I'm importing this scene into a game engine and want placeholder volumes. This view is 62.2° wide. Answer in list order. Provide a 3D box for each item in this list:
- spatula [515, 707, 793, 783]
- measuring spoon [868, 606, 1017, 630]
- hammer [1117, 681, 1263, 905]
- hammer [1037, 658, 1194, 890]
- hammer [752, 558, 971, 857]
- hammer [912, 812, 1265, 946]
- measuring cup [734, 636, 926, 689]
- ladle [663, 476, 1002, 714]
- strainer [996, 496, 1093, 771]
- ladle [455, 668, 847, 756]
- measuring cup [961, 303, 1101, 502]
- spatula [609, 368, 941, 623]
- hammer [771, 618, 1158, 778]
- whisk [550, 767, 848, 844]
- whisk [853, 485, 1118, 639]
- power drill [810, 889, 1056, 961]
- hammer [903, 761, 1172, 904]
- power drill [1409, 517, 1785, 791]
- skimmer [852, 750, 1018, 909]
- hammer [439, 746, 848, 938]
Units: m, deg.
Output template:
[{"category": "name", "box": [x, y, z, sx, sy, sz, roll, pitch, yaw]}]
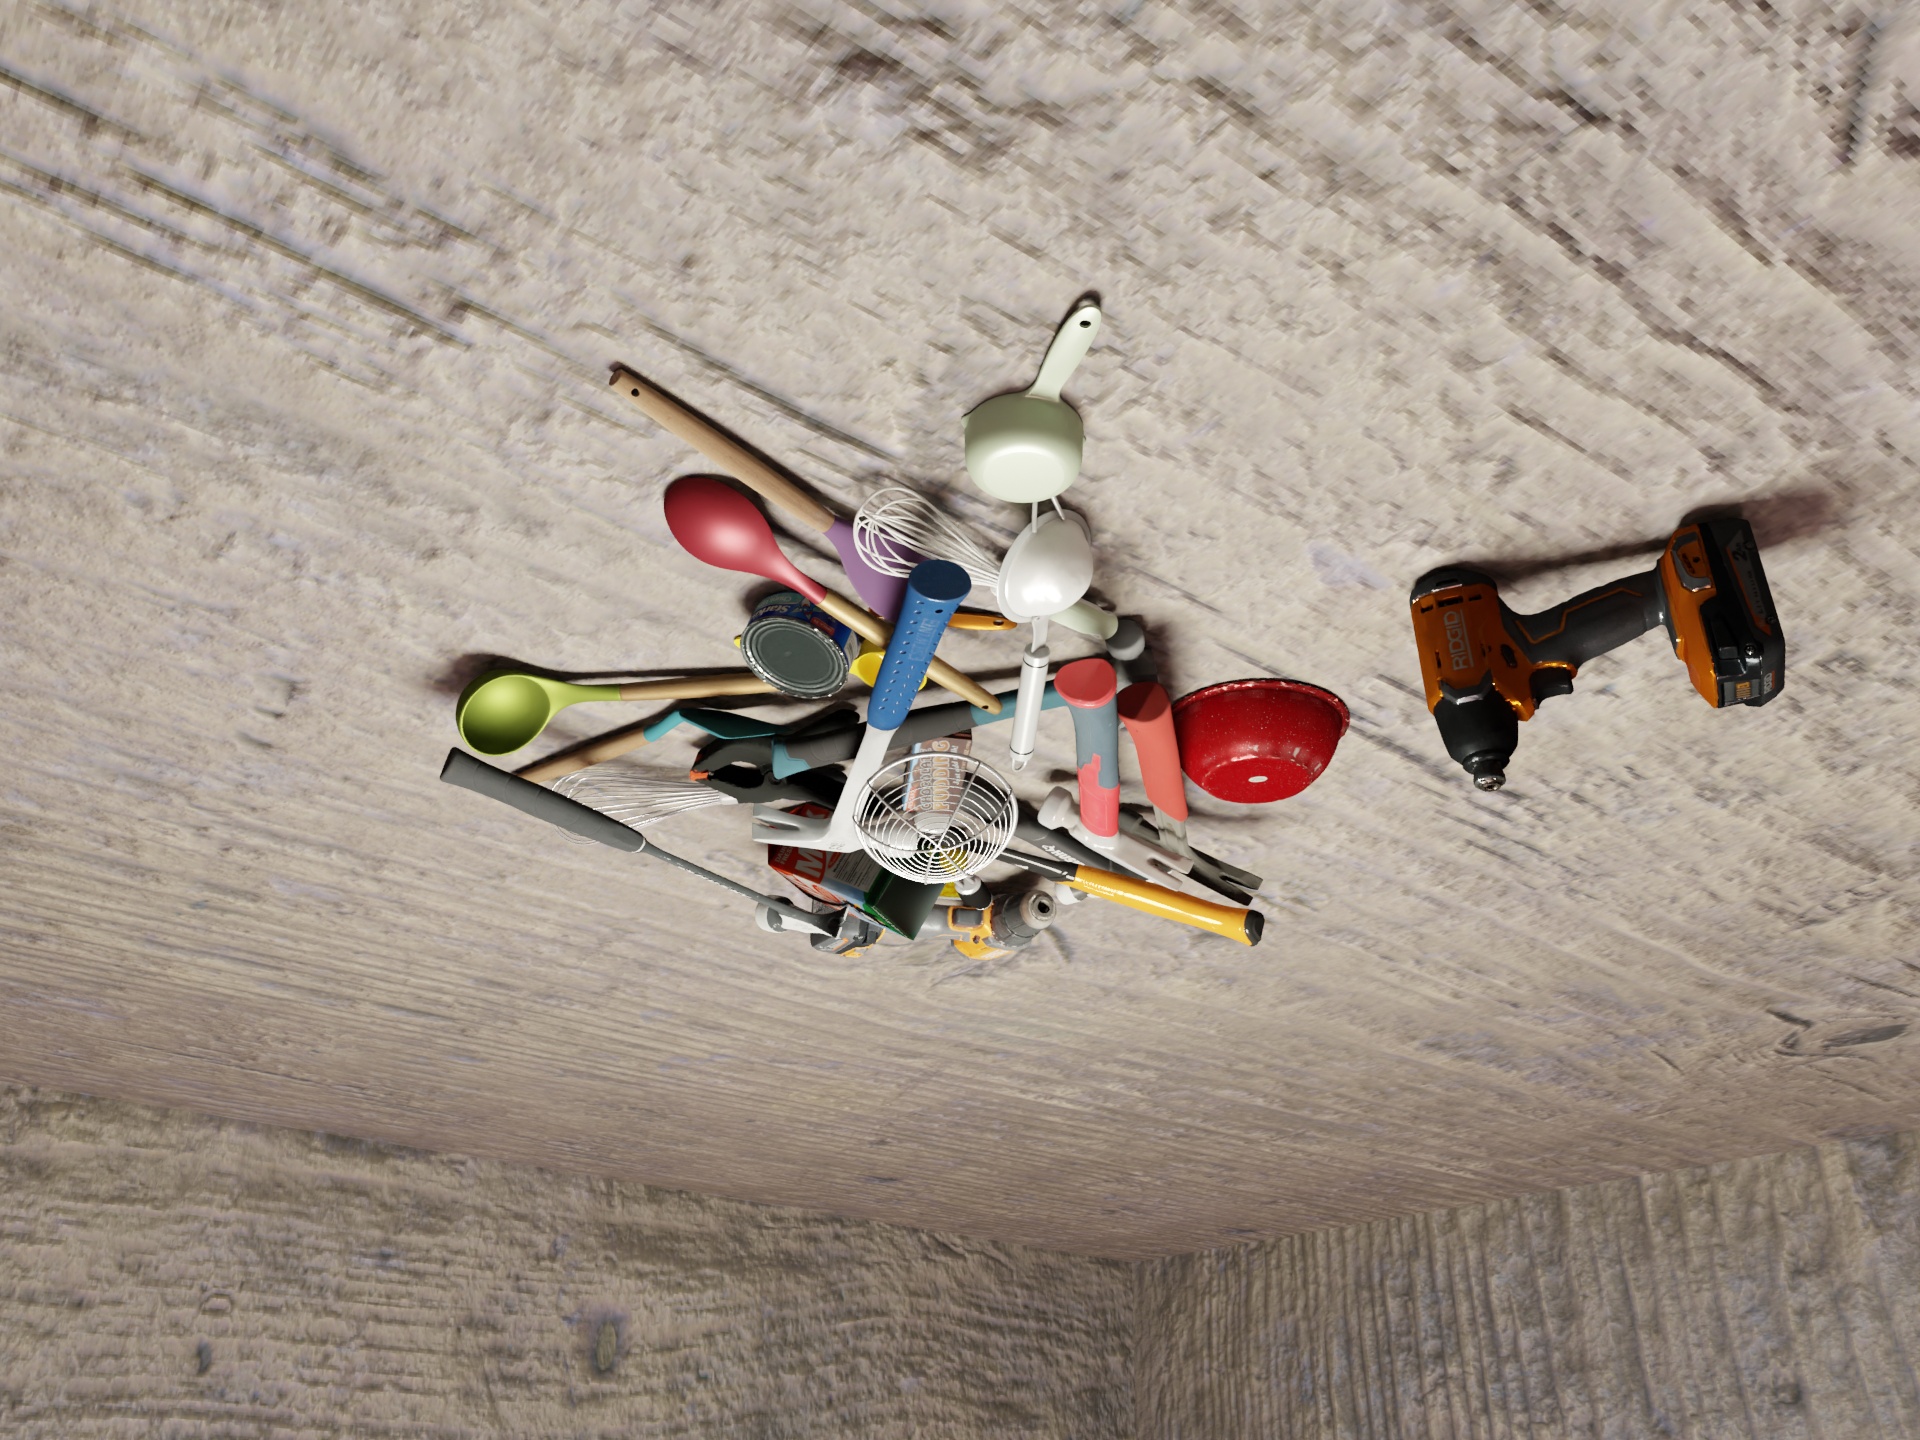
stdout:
[{"category": "spatula", "box": [-0.288, 0.029, 1.390, 0.317, 0.044, 0.082, -17, 175, 35]}, {"category": "measuring spoon", "box": [-0.013, -0.081, 1.206, 0.117, 0.011, 0.021, 5, 152, -14]}, {"category": "hammer", "box": [0.180, 0.062, 1.340, 0.149, 0.037, 0.358, 27, 164, 21]}, {"category": "hammer", "box": [0.123, 0.046, 1.261, 0.143, 0.038, 0.386, 27, 165, 14]}, {"category": "hammer", "box": [-0.066, 0.006, 1.215, 0.144, 0.035, 0.405, 5, 149, -13]}, {"category": "hammer", "box": [0.115, 0.149, 1.472, 0.337, 0.034, 0.127, 17, 161, 1]}, {"category": "measuring cup", "box": [-0.100, -0.057, 1.248, 0.156, 0.029, 0.062, 11, 148, 8]}, {"category": "ladle", "box": [-0.082, -0.078, 1.149, 0.315, 0.031, 0.069, 32, 135, -33]}, {"category": "strainer", "box": [0.058, -0.052, 1.135, 0.087, 0.050, 0.258, -27, 144, -30]}, {"category": "ladle", "box": [-0.251, -0.017, 1.292, 0.320, 0.062, 0.078, -4, 132, 5]}, {"category": "measuring cup", "box": [0.052, -0.187, 0.965, 0.083, 0.038, 0.167, 9, 154, -13]}, {"category": "spatula", "box": [-0.109, -0.143, 1.068, 0.315, 0.018, 0.060, 33, 99, -40]}, {"category": "hammer", "box": [-0.002, -0.004, 1.287, 0.331, 0.033, 0.128, -13, 151, 12]}, {"category": "whisk", "box": [-0.243, 0.069, 1.459, 0.284, 0.070, 0.070, -6, 152, 4]}, {"category": "whisk", "box": [0.024, -0.103, 1.127, 0.246, 0.059, 0.058, 20, -176, -38]}, {"category": "power drill", "box": [-0.024, 0.203, 1.652, 0.226, 0.084, 0.185, 9, 160, -21]}, {"category": "hammer", "box": [0.067, 0.101, 1.518, 0.146, 0.035, 0.334, -19, 146, 35]}, {"category": "power drill", "box": [0.433, -0.041, 1.090, 0.226, 0.164, 0.084, -12, 149, 21]}, {"category": "skimmer", "box": [-0.004, 0.104, 1.350, 0.127, 0.090, 0.363, -11, 167, 4]}, {"category": "hammer", "box": [-0.274, 0.115, 1.405, 0.408, 0.036, 0.149, 30, 162, -36]}]
